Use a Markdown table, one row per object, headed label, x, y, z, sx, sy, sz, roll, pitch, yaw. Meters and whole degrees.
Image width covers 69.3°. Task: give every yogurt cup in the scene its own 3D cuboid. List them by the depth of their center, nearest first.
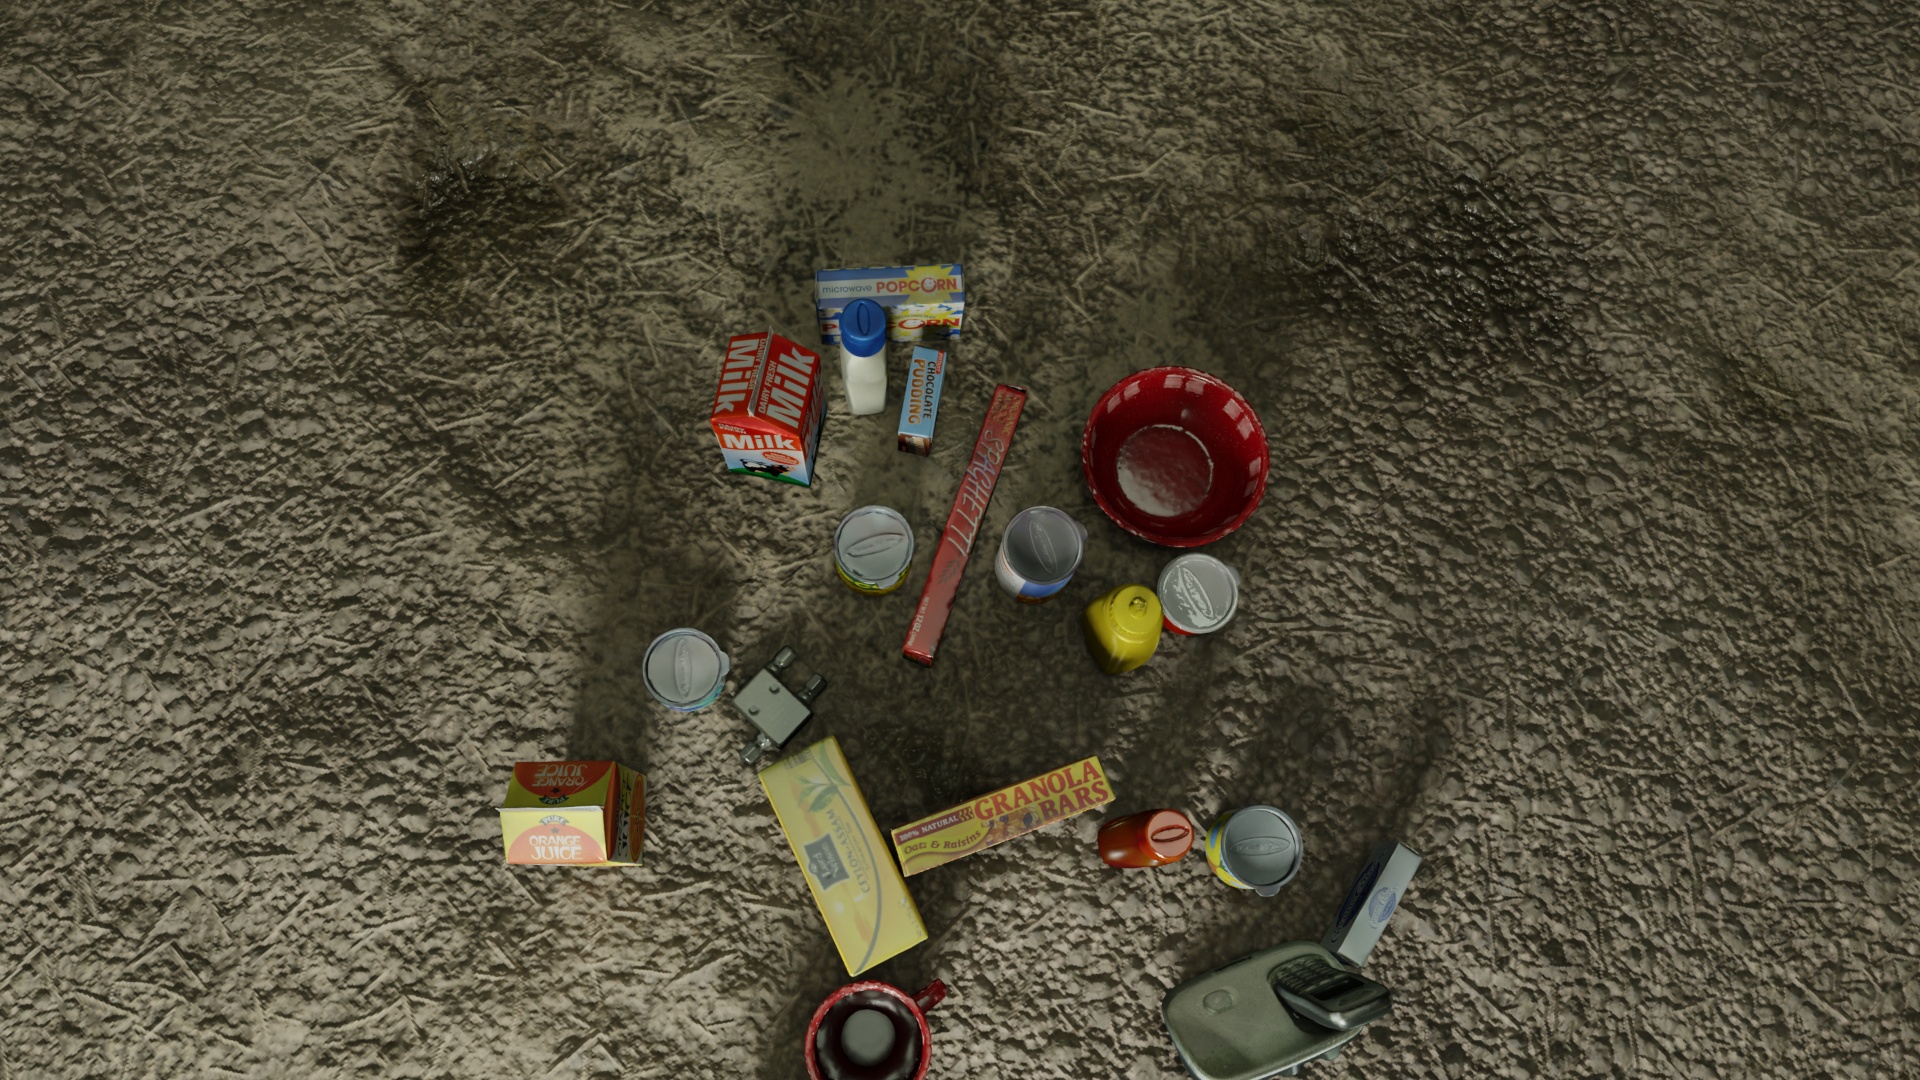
| label | x | y | z | sx | sy | sz | roll | pitch | yaw |
| --- | --- | --- | --- | --- | --- | --- | --- | --- | --- |
| yogurt cup | 0.195 | 0.049 | 1.170 | 0.072 | 0.054 | 0.072 | 1 | 76 | -3 |

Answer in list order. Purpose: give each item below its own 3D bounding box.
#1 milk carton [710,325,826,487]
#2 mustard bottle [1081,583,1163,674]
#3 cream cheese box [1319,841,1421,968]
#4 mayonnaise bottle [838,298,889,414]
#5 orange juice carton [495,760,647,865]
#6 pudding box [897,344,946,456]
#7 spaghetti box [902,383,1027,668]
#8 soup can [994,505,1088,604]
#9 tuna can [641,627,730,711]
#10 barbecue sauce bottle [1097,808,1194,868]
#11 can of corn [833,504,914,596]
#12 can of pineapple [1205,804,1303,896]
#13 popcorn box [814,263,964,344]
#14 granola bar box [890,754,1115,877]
| label | x | y | z | sx | sy | sz | roll | pitch | yaw |
| --- | --- | --- | --- | --- | --- | --- | --- | --- | --- |
| milk carton | -0.153 | -0.106 | 1.118 | 0.073 | 0.190 | 0.072 | 11 | 76 | -1 |
| mustard bottle | 0.133 | 0.066 | 1.107 | 0.049 | 0.160 | 0.065 | -21 | 78 | -8 |
| cream cheese box | 0.328 | 0.292 | 1.115 | 0.024 | 0.053 | 0.104 | 33 | 76 | 5 |
| mayonnaise bottle | -0.080 | -0.155 | 1.157 | 0.041 | 0.147 | 0.065 | -5 | 76 | -5 |
| orange juice carton | -0.284 | 0.203 | 1.028 | 0.072 | 0.192 | 0.073 | 1 | 76 | -3 |
| pudding box | -0.033 | -0.121 | 1.202 | 0.030 | 0.049 | 0.084 | 10 | 75 | -1 |
| spaghetti box | 0.004 | -0.015 | 1.176 | 0.029 | 0.050 | 0.250 | 19 | 75 | 1 |
| soup can | 0.067 | 0.013 | 1.156 | 0.071 | 0.083 | 0.071 | 1 | 76 | -3 |
| tuna can | -0.223 | 0.106 | 1.140 | 0.071 | 0.032 | 0.071 | 1 | 76 | -3 |
| barbecue sauce bottle | 0.147 | 0.230 | 1.071 | 0.065 | 0.148 | 0.044 | -9 | 77 | -6 |
| can of corn | -0.072 | 0.012 | 1.160 | 0.071 | 0.058 | 0.071 | 1 | 76 | -3 |
| can of pineapple | 0.235 | 0.249 | 1.118 | 0.071 | 0.057 | 0.071 | 1 | 76 | -3 |
| popcorn box | -0.061 | -0.204 | 1.203 | 0.127 | 0.085 | 0.038 | -3 | 76 | -4 |
| granola bar box | 0.028 | 0.215 | 1.080 | 0.166 | 0.124 | 0.039 | -19 | 78 | -8 |
